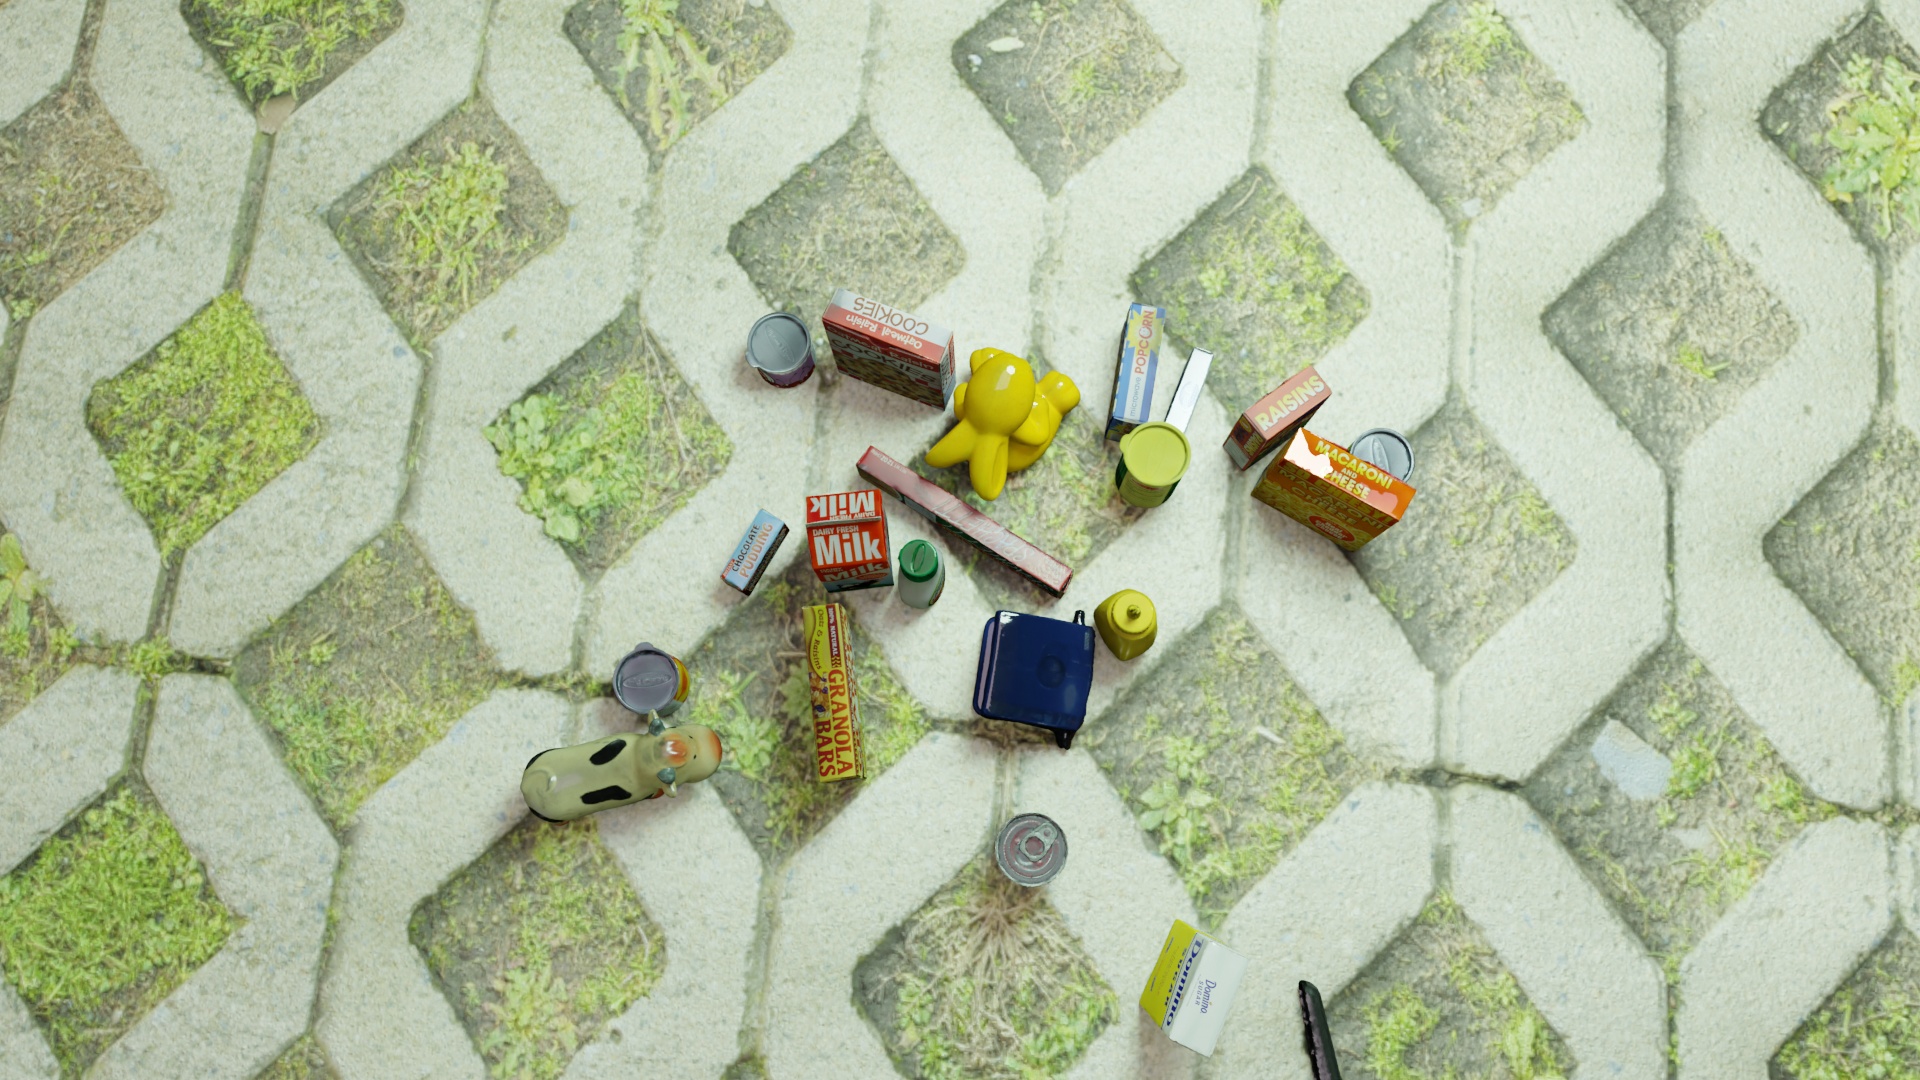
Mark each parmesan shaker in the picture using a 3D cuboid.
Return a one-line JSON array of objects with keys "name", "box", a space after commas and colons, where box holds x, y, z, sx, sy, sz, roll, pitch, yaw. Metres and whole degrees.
[{"name": "parmesan shaker", "box": [0.191, -0.077, 1.408, 0.071, 0.103, 0.071, 0, 79, 1]}]

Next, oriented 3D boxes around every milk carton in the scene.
[{"name": "milk carton", "box": [-0.107, -0.001, 1.351, 0.072, 0.190, 0.073, -6, 79, -1]}]

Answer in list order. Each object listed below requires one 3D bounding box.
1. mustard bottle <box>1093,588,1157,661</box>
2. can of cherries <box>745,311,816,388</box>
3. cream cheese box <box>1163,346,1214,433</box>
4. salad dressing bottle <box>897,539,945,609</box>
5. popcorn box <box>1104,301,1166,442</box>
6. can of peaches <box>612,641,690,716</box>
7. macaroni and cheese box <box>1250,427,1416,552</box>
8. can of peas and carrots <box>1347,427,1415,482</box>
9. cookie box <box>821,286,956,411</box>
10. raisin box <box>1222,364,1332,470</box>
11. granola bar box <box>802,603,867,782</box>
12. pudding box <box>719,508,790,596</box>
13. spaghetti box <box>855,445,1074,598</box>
[{"name": "mustard bottle", "box": [0.164, 0.078, 1.348, 0.049, 0.160, 0.065, -30, 80, -5]}, {"name": "can of cherries", "box": [-0.189, -0.198, 1.459, 0.071, 0.058, 0.071, 0, 79, 1]}, {"name": "cream cheese box", "box": [0.233, -0.145, 1.446, 0.024, 0.053, 0.104, 21, 80, 5]}, {"name": "salad dressing bottle", "box": [-0.039, 0.030, 1.366, 0.044, 0.147, 0.064, 16, 80, 4]}, {"name": "popcorn box", "box": [0.180, -0.171, 1.436, 0.038, 0.085, 0.127, 10, 79, 3]}, {"name": "can of peaches", "box": [-0.309, 0.140, 1.392, 0.071, 0.058, 0.071, 0, 79, 1]}, {"name": "macaroni and cheese box", "box": [0.363, -0.048, 1.368, 0.124, 0.166, 0.040, 30, 81, 6]}, {"name": "can of peas and carrots", "box": [0.423, -0.076, 1.428, 0.071, 0.058, 0.071, 0, 79, 1]}, {"name": "cookie box", "box": [-0.069, -0.189, 1.400, 0.123, 0.167, 0.040, 21, 80, 5]}, {"name": "raisin box", "box": [0.319, -0.123, 1.406, 0.086, 0.123, 0.040, -35, 81, -6]}, {"name": "granola bar box", "box": [-0.121, 0.151, 1.354, 0.039, 0.124, 0.166, -7, 79, -1]}, {"name": "pudding box", "box": [-0.210, 0.012, 1.421, 0.030, 0.049, 0.084, 29, 81, 6]}, {"name": "spaghetti box", "box": [0.005, -0.018, 1.425, 0.250, 0.050, 0.029, 32, 81, 6]}]
